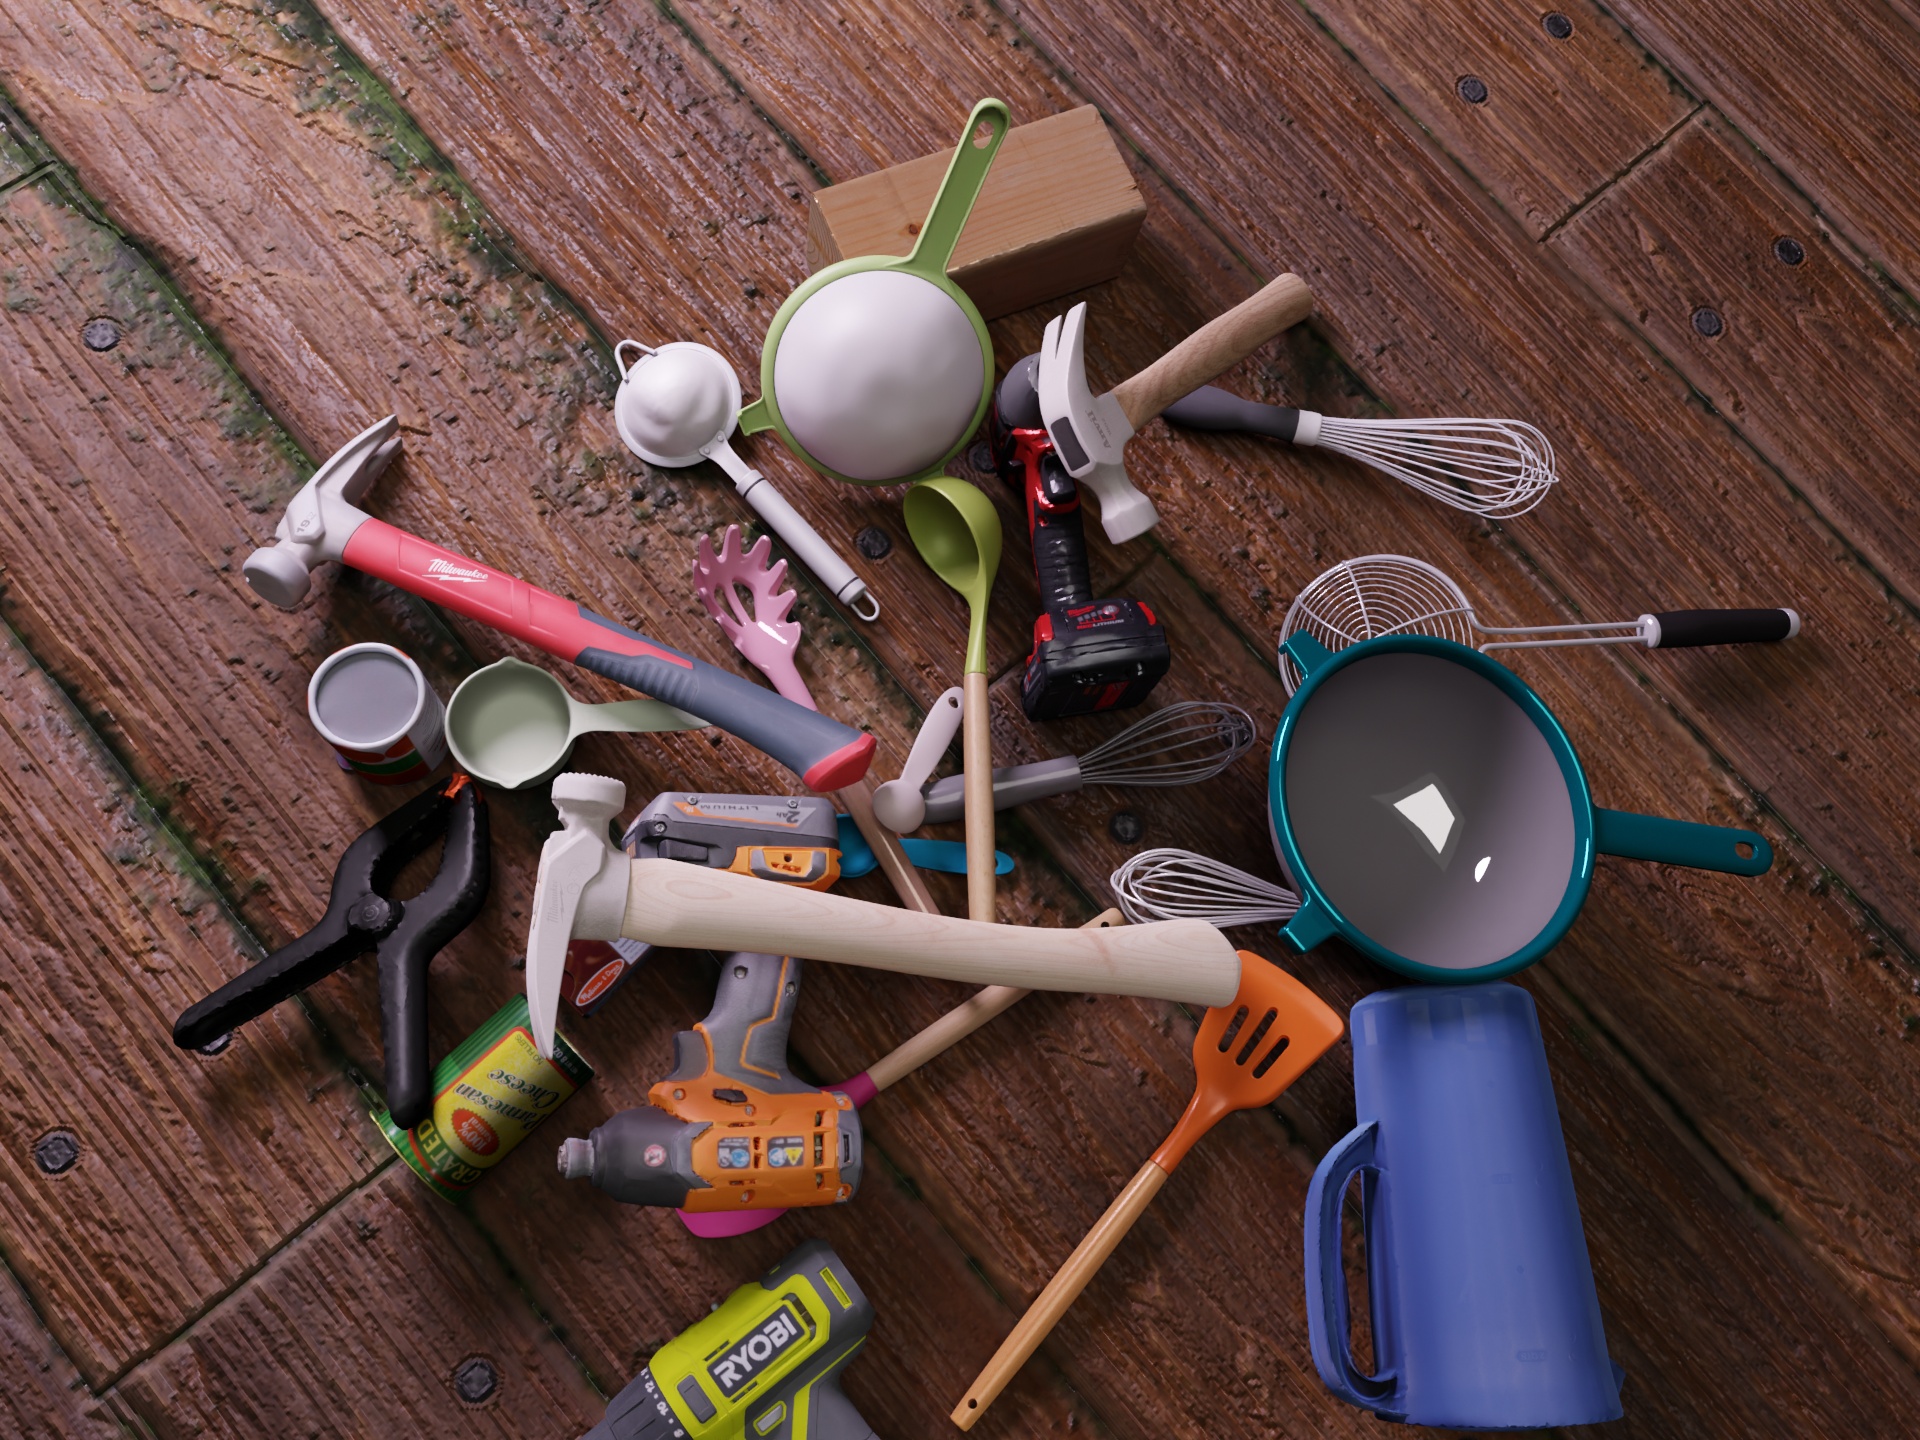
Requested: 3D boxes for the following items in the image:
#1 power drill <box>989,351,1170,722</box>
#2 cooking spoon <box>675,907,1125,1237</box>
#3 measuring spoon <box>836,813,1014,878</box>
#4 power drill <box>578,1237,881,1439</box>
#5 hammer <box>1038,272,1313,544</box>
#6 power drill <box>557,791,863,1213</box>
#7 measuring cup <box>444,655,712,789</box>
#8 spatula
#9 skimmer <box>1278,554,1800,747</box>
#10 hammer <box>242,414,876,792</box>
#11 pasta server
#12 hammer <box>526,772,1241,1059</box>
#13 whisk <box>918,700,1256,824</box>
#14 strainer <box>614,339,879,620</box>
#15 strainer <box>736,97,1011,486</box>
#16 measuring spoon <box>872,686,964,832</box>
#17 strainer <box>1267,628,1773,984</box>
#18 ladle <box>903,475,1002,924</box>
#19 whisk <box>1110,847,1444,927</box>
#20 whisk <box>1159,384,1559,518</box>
[{"bbox_3d":[0.066,-0.120,0.998,0.078,0.143,0.220,-9,78,-7],"label":"power drill"},{"bbox_3d":[-0.031,0.203,0.956,0.319,0.017,0.069,-32,78,-14],"label":"cooking spoon"},{"bbox_3d":[-0.030,0.087,0.994,0.128,0.021,0.042,8,61,-14],"label":"measuring spoon"},{"bbox_3d":[-0.089,0.426,0.856,0.190,0.080,0.228,-36,78,-15],"label":"power drill"},{"bbox_3d":[0.149,-0.230,1.014,0.331,0.031,0.130,-41,104,-46],"label":"hammer"},{"bbox_3d":[-0.141,0.159,0.893,0.164,0.084,0.227,3,73,-23],"label":"power drill"},{"bbox_3d":[-0.229,0.003,0.980,0.167,0.038,0.083,-3,74,-10],"label":"measuring cup"},{"bbox_3d":[0.101,0.281,0.938,0.081,0.041,0.322,36,74,21],"label":"spatula"},{"bbox_3d":[0.396,-0.053,1.077,0.363,0.090,0.127,-4,83,-19],"label":"skimmer"},{"bbox_3d":[-0.225,-0.063,0.966,0.386,0.038,0.143,23,57,6],"label":"hammer"},{"bbox_3d":[-0.079,0.017,0.981,0.060,0.040,0.316,-23,72,-28],"label":"pasta server"},{"bbox_3d":[-0.029,0.132,0.883,0.410,0.038,0.146,10,76,-20],"label":"hammer"},{"bbox_3d":[0.072,0.030,1.007,0.239,0.055,0.055,-13,76,-6],"label":"whisk"},{"bbox_3d":[-0.142,-0.161,1.038,0.087,0.050,0.258,-43,86,0],"label":"strainer"},{"bbox_3d":[-0.026,-0.253,0.977,0.151,0.069,0.256,19,114,-18],"label":"strainer"},{"bbox_3d":[-0.019,0.019,0.988,0.034,0.018,0.124,34,49,-9],"label":"measuring spoon"},{"bbox_3d":[0.329,0.070,0.980,0.340,0.095,0.211,9,70,-14],"label":"strainer"},{"bbox_3d":[-0.002,-0.003,0.977,0.062,0.078,0.320,5,69,-16],"label":"ladle"},{"bbox_3d":[0.214,0.117,1.000,0.246,0.059,0.057,9,110,-8],"label":"whisk"},{"bbox_3d":[0.269,-0.194,1.091,0.284,0.070,0.070,12,73,1],"label":"whisk"}]
